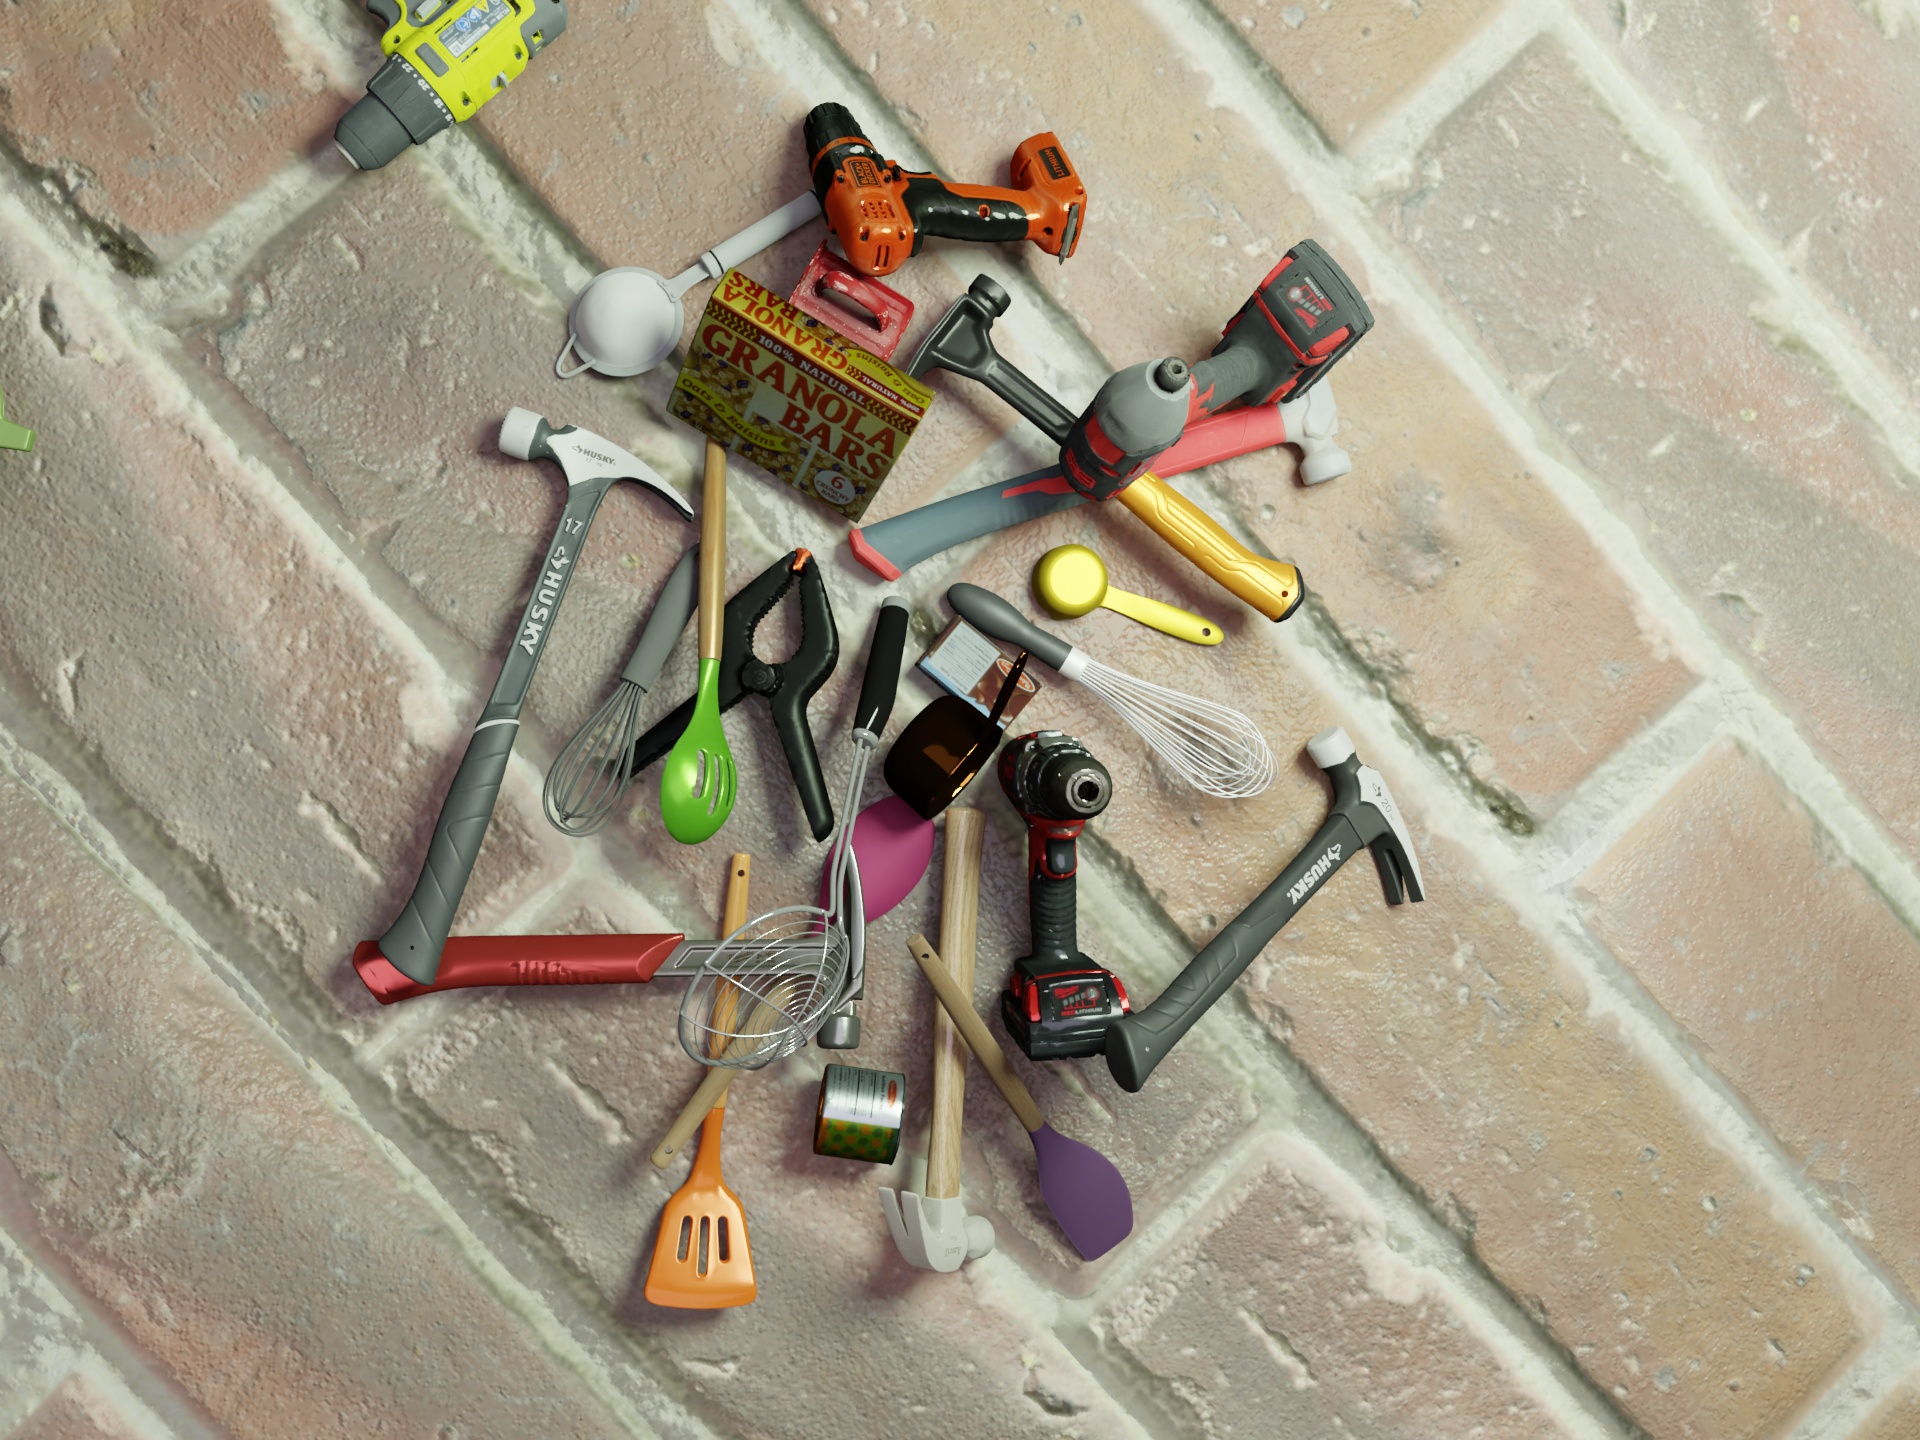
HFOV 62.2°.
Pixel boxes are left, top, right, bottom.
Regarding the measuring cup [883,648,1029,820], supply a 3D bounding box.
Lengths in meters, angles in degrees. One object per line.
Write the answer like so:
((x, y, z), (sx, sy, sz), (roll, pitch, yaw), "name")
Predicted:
((-0.002, -0.004, 1.130), (0.052, 0.173, 0.095), (38, 44, 12), "measuring cup")

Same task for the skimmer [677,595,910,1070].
((-0.105, 0.066, 1.109), (0.090, 0.127, 0.364), (-3, 56, 22), "skimmer")

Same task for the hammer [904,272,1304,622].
((0.109, -0.178, 1.168), (0.337, 0.034, 0.127), (37, 82, -3), "hammer")

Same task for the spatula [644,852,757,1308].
((-0.175, 0.258, 1.158), (0.081, 0.041, 0.322), (6, 87, -15), "spatula")

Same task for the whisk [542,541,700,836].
((-0.231, -0.025, 1.142), (0.055, 0.055, 0.239), (26, 73, -6), "whisk")

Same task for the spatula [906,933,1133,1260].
((0.044, 0.274, 1.152), (0.060, 0.018, 0.315), (-35, 113, -8), "spatula")

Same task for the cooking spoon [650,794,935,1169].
((-0.123, 0.189, 1.159), (0.068, 0.017, 0.319), (37, 76, -5), "cooking spoon")

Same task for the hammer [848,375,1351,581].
((0.098, -0.200, 1.204), (0.386, 0.038, 0.143), (-18, 90, -7), "hammer")

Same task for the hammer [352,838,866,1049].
((-0.247, 0.161, 1.135), (0.359, 0.036, 0.149), (0, 76, -1), "hammer")

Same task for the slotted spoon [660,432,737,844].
((-0.180, -0.067, 1.136), (0.031, 0.070, 0.314), (-12, 70, 33), "slotted spoon")

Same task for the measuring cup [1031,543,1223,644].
((0.130, -0.089, 1.209), (0.156, 0.029, 0.062), (20, 87, -5), "measuring cup")

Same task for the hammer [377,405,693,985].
((-0.317, -0.013, 1.129), (0.149, 0.036, 0.409), (19, 80, -8), "hammer")

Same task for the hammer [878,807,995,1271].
((-0.008, 0.229, 1.158), (0.031, 0.130, 0.331), (-1, 79, 27), "hammer")

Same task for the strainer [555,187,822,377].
((-0.191, -0.333, 1.171), (0.258, 0.050, 0.087), (-35, 79, -10), "strainer")

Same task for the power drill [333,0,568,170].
((-0.422, -0.523, 1.127), (0.190, 0.080, 0.228), (-44, 97, -6), "power drill")

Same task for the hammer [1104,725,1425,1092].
((0.217, 0.150, 1.144), (0.335, 0.035, 0.146), (-38, 99, -33), "hammer")

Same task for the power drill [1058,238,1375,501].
((0.175, -0.241, 1.103), (0.219, 0.143, 0.078), (-34, 85, -25), "power drill")

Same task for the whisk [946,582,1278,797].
((0.113, -0.025, 1.197), (0.284, 0.070, 0.070), (31, 85, 0), "whisk")

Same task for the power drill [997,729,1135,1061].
((0.074, 0.120, 1.122), (0.080, 0.188, 0.226), (-4, 93, -9), "power drill")

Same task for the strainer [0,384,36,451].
((-0.744, -0.257, 1.083), (0.151, 0.069, 0.256), (-28, 92, -5), "strainer")
